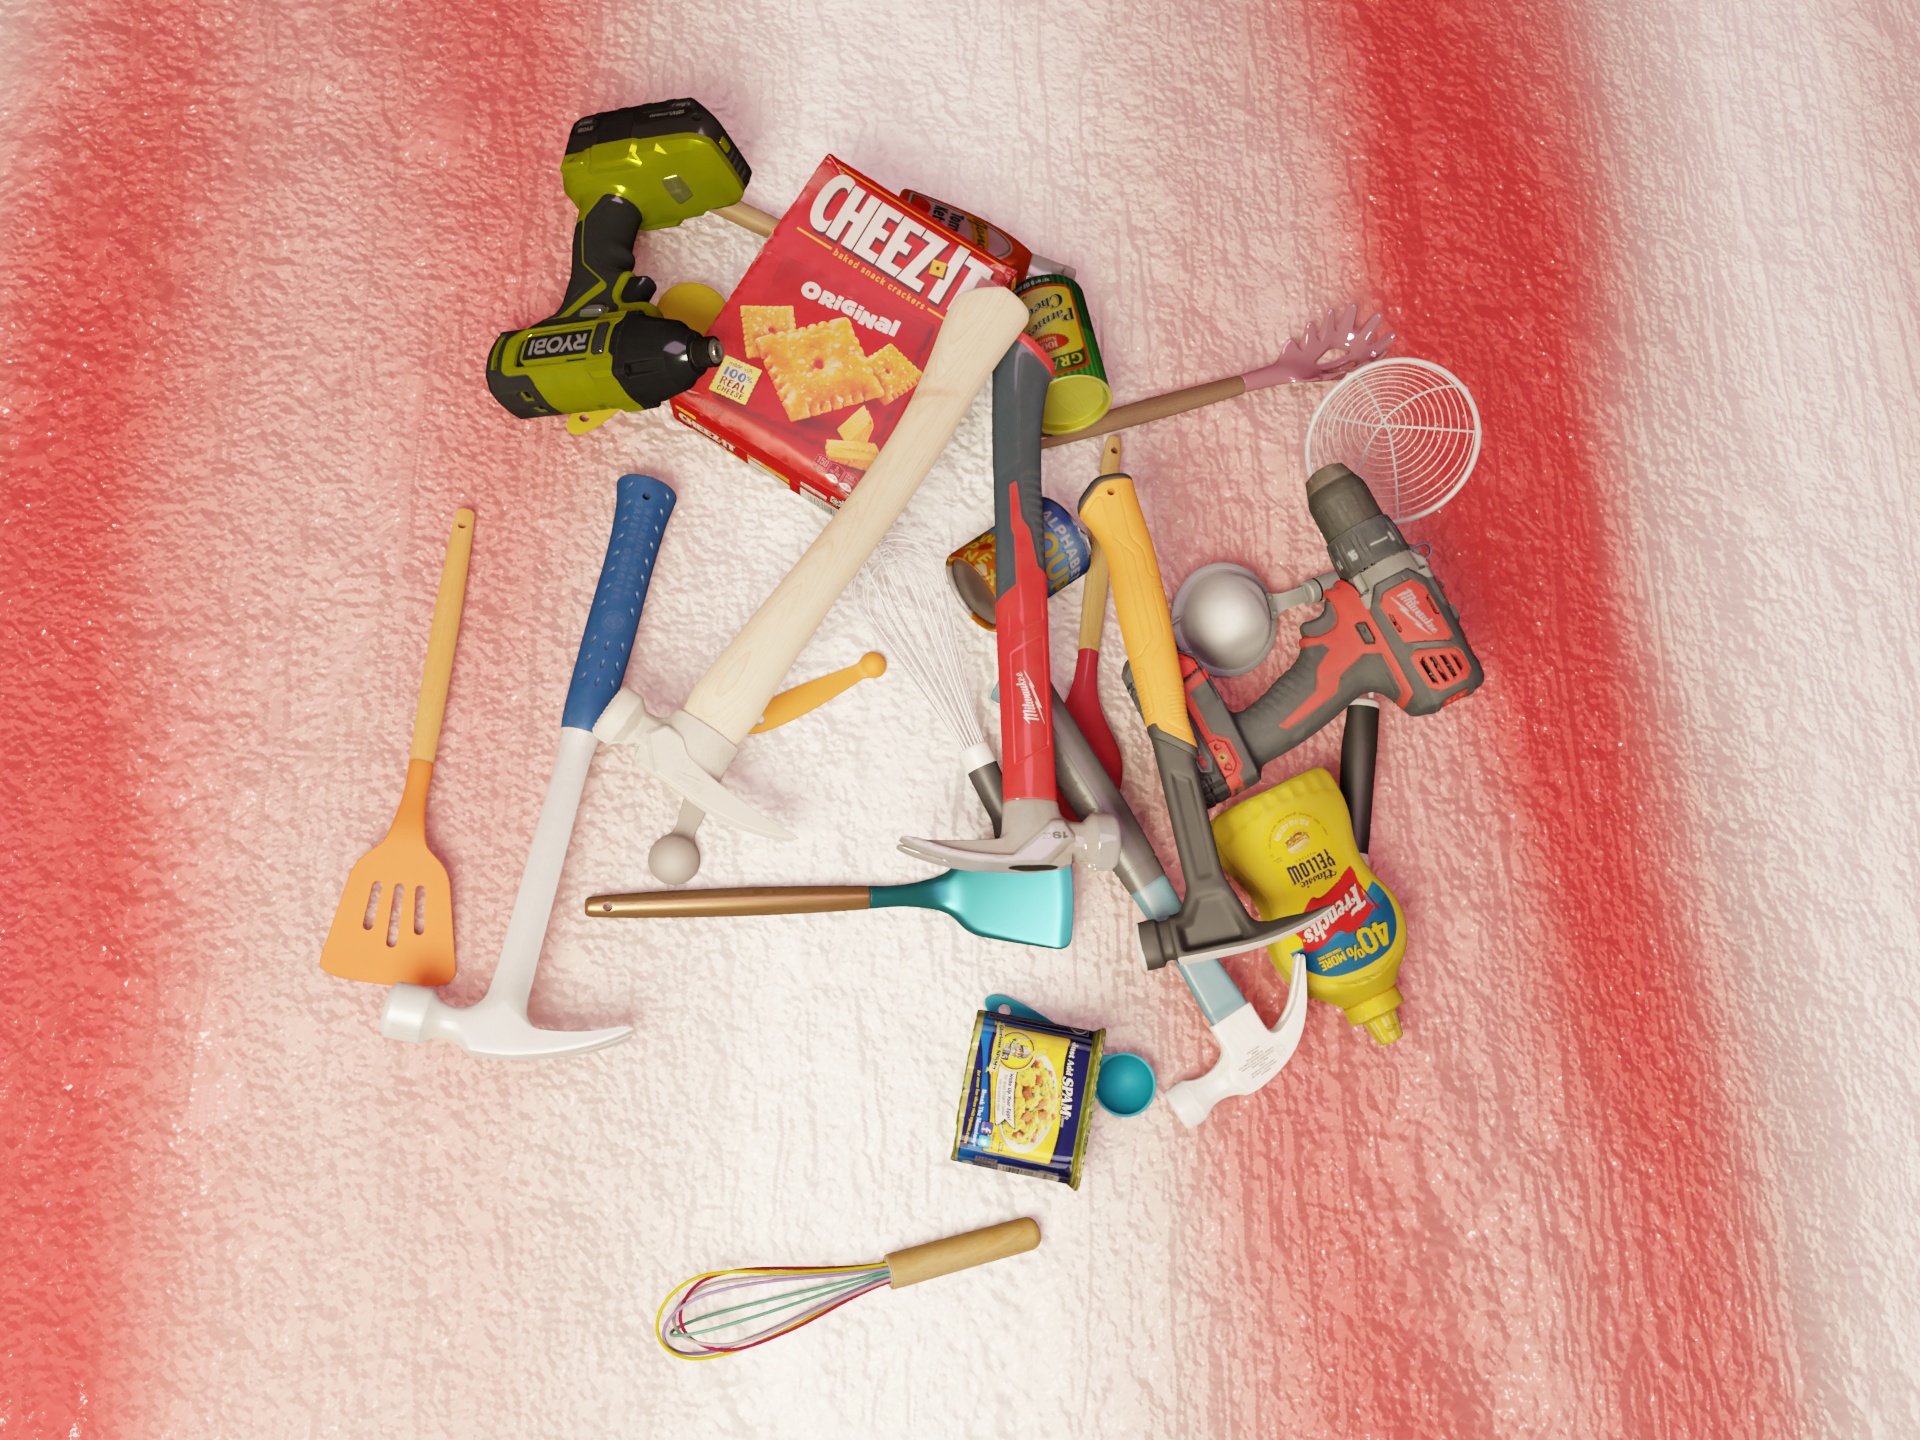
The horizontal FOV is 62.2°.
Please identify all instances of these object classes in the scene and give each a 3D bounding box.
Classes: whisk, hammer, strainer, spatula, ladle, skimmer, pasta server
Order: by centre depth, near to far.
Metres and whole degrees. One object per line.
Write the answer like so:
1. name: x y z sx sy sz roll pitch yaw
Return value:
1. whisk: -0.065 0.341 0.975 0.245 0.051 0.047 -9 68 -19
2. hammer: -0.242 0.020 1.028 0.144 0.035 0.406 14 64 -10
3. spatula: -0.346 0.008 1.032 0.081 0.041 0.323 7 66 -12
4. spatula: -0.084 0.116 1.046 0.317 0.044 0.082 -1 85 -13
5. hammer: -0.065 -0.117 1.056 0.146 0.038 0.411 36 76 -9
6. hammer: 0.144 -0.011 1.058 0.127 0.034 0.337 -14 74 6
7. hammer: 0.026 -0.089 1.074 0.143 0.038 0.387 2 71 -9
8. hammer: 0.119 0.100 1.078 0.128 0.033 0.331 -31 84 -2
9. whisk: -0.001 -0.004 1.104 0.070 0.070 0.285 -23 83 -20
10. skimmer: 0.303 -0.076 1.151 0.127 0.090 0.363 7 80 0
11. ladle: 0.097 -0.073 1.165 0.069 0.031 0.316 12 68 -8
12. strainer: 0.259 -0.097 1.205 0.258 0.050 0.087 -20 93 -22
13. pasta server: 0.198 -0.262 1.247 0.316 0.040 0.060 -18 65 -17

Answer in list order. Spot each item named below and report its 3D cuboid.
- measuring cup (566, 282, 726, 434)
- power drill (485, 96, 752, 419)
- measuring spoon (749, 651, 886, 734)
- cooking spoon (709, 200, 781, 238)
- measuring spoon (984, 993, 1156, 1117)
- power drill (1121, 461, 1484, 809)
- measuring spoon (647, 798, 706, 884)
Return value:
1. measuring cup: -0.226 -0.261 1.147 0.062 0.029 0.156 41 66 2
2. power drill: -0.226 -0.318 1.113 0.171 0.080 0.223 -1 66 23
3. measuring spoon: -0.102 -0.020 1.105 0.117 0.011 0.021 -27 80 -20
4. cooking spoon: -0.114 -0.358 1.202 0.319 0.068 0.017 26 25 1
5. measuring spoon: 0.072 0.221 1.065 0.128 0.021 0.042 31 76 8
6. power drill: 0.226 -0.057 1.113 0.226 0.080 0.188 -27 80 5
7. measuring spoon: -0.175 0.050 1.060 0.034 0.018 0.124 20 67 -6
